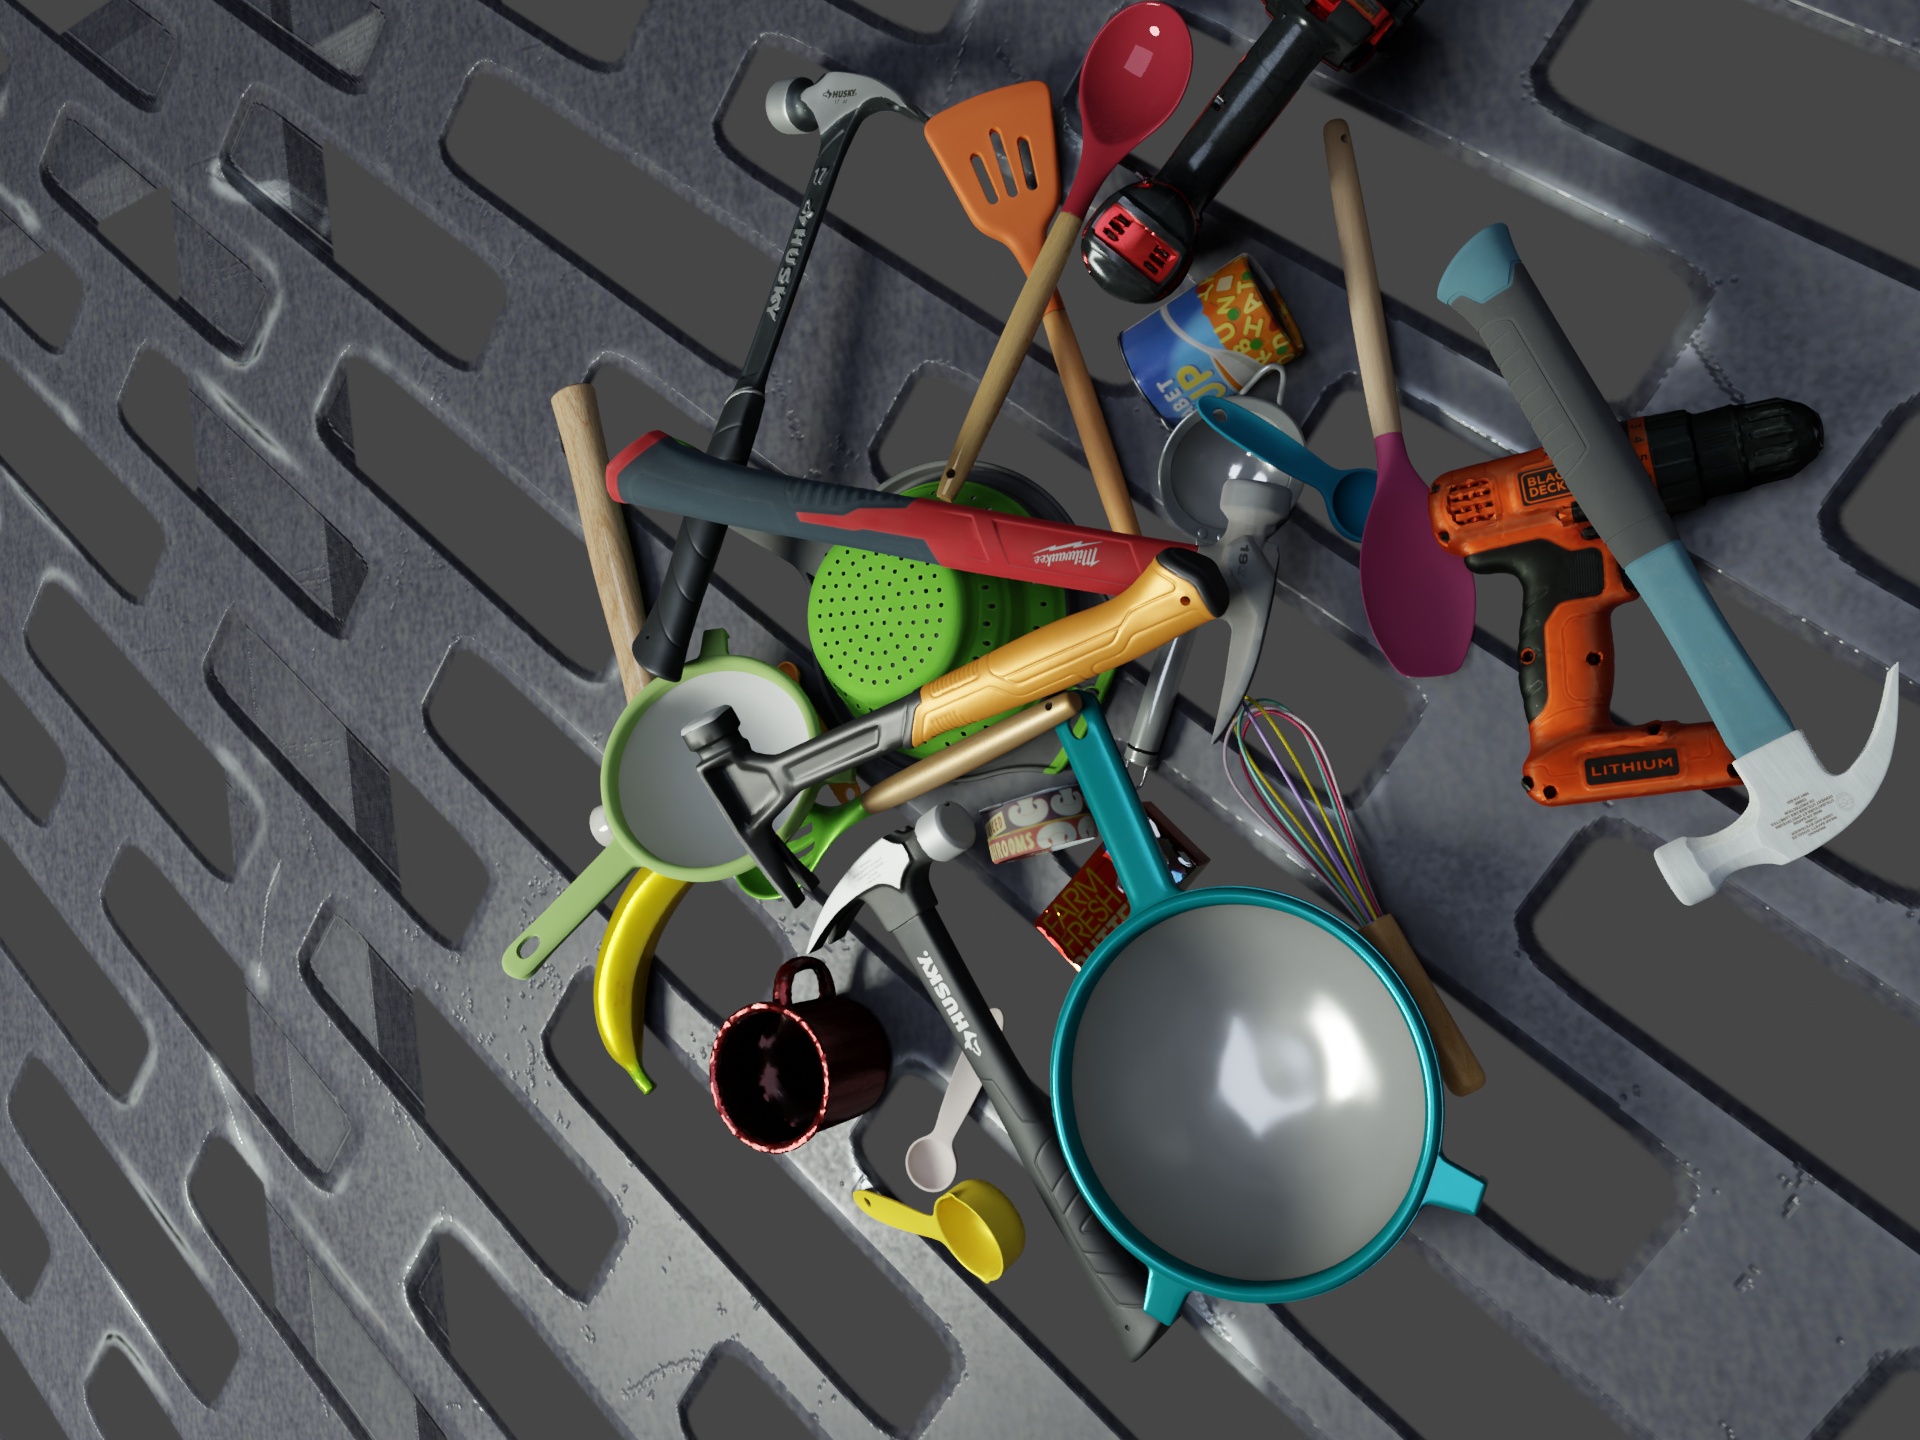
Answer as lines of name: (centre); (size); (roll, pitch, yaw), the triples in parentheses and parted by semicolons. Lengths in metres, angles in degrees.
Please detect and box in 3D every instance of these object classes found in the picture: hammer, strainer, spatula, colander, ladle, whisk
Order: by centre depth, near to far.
hammer: (0.317, -0.089, 0.748); (0.128, 0.033, 0.331); (-30, 75, 22)
whisk: (0.213, 0.091, 0.867); (0.047, 0.051, 0.245); (-41, 72, 45)
hammer: (-0.001, -0.003, 0.872); (0.337, 0.034, 0.127); (-24, 101, 30)
strainer: (0.138, 0.139, 0.876); (0.211, 0.095, 0.341); (-30, 70, 23)
hammer: (-0.020, -0.091, 0.893); (0.386, 0.038, 0.143); (11, 93, 12)
strainer: (0.133, -0.080, 0.914); (0.087, 0.050, 0.258); (13, 104, -14)
ladle: (0.056, -0.273, 0.938); (0.069, 0.031, 0.315); (24, 89, 24)
hammer: (0.026, 0.223, 0.946); (0.146, 0.035, 0.335); (-37, 79, 37)
spatula: (0.063, -0.226, 0.958); (0.081, 0.041, 0.323); (-18, 81, 4)
colander: (-0.088, -0.101, 1.009); (0.397, 0.094, 0.204); (31, 103, 27)
hammer: (-0.127, -0.221, 1.017); (0.149, 0.036, 0.409); (17, 88, 44)
strainer: (-0.188, 0.075, 1.028); (0.256, 0.069, 0.152); (-46, 66, -3)
hammer: (-0.239, -0.085, 1.133); (0.130, 0.031, 0.331); (-21, 78, 28)

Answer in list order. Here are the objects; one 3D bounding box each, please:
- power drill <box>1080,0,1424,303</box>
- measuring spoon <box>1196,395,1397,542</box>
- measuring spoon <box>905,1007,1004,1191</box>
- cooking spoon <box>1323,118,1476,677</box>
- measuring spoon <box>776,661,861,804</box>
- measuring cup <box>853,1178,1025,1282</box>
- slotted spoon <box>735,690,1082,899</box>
power drill: (0.148, -0.322, 0.862); (0.078, 0.143, 0.219); (38, 106, -3)
measuring spoon: (0.182, -0.138, 0.870); (0.128, 0.021, 0.042); (32, 75, -2)
measuring spoon: (0.002, 0.236, 0.997); (0.034, 0.018, 0.124); (25, 94, 21)
cooking spoon: (0.229, -0.179, 0.866); (0.017, 0.068, 0.319); (144, 120, -72)
measuring spoon: (-0.092, 0.011, 1.060); (0.021, 0.011, 0.117); (-36, 75, 27)
measuring cup: (-0.015, 0.302, 0.981); (0.156, 0.029, 0.062); (-7, 108, 54)
slotted spoon: (-0.039, 0.045, 0.974); (0.314, 0.031, 0.070); (-28, 53, 42)
